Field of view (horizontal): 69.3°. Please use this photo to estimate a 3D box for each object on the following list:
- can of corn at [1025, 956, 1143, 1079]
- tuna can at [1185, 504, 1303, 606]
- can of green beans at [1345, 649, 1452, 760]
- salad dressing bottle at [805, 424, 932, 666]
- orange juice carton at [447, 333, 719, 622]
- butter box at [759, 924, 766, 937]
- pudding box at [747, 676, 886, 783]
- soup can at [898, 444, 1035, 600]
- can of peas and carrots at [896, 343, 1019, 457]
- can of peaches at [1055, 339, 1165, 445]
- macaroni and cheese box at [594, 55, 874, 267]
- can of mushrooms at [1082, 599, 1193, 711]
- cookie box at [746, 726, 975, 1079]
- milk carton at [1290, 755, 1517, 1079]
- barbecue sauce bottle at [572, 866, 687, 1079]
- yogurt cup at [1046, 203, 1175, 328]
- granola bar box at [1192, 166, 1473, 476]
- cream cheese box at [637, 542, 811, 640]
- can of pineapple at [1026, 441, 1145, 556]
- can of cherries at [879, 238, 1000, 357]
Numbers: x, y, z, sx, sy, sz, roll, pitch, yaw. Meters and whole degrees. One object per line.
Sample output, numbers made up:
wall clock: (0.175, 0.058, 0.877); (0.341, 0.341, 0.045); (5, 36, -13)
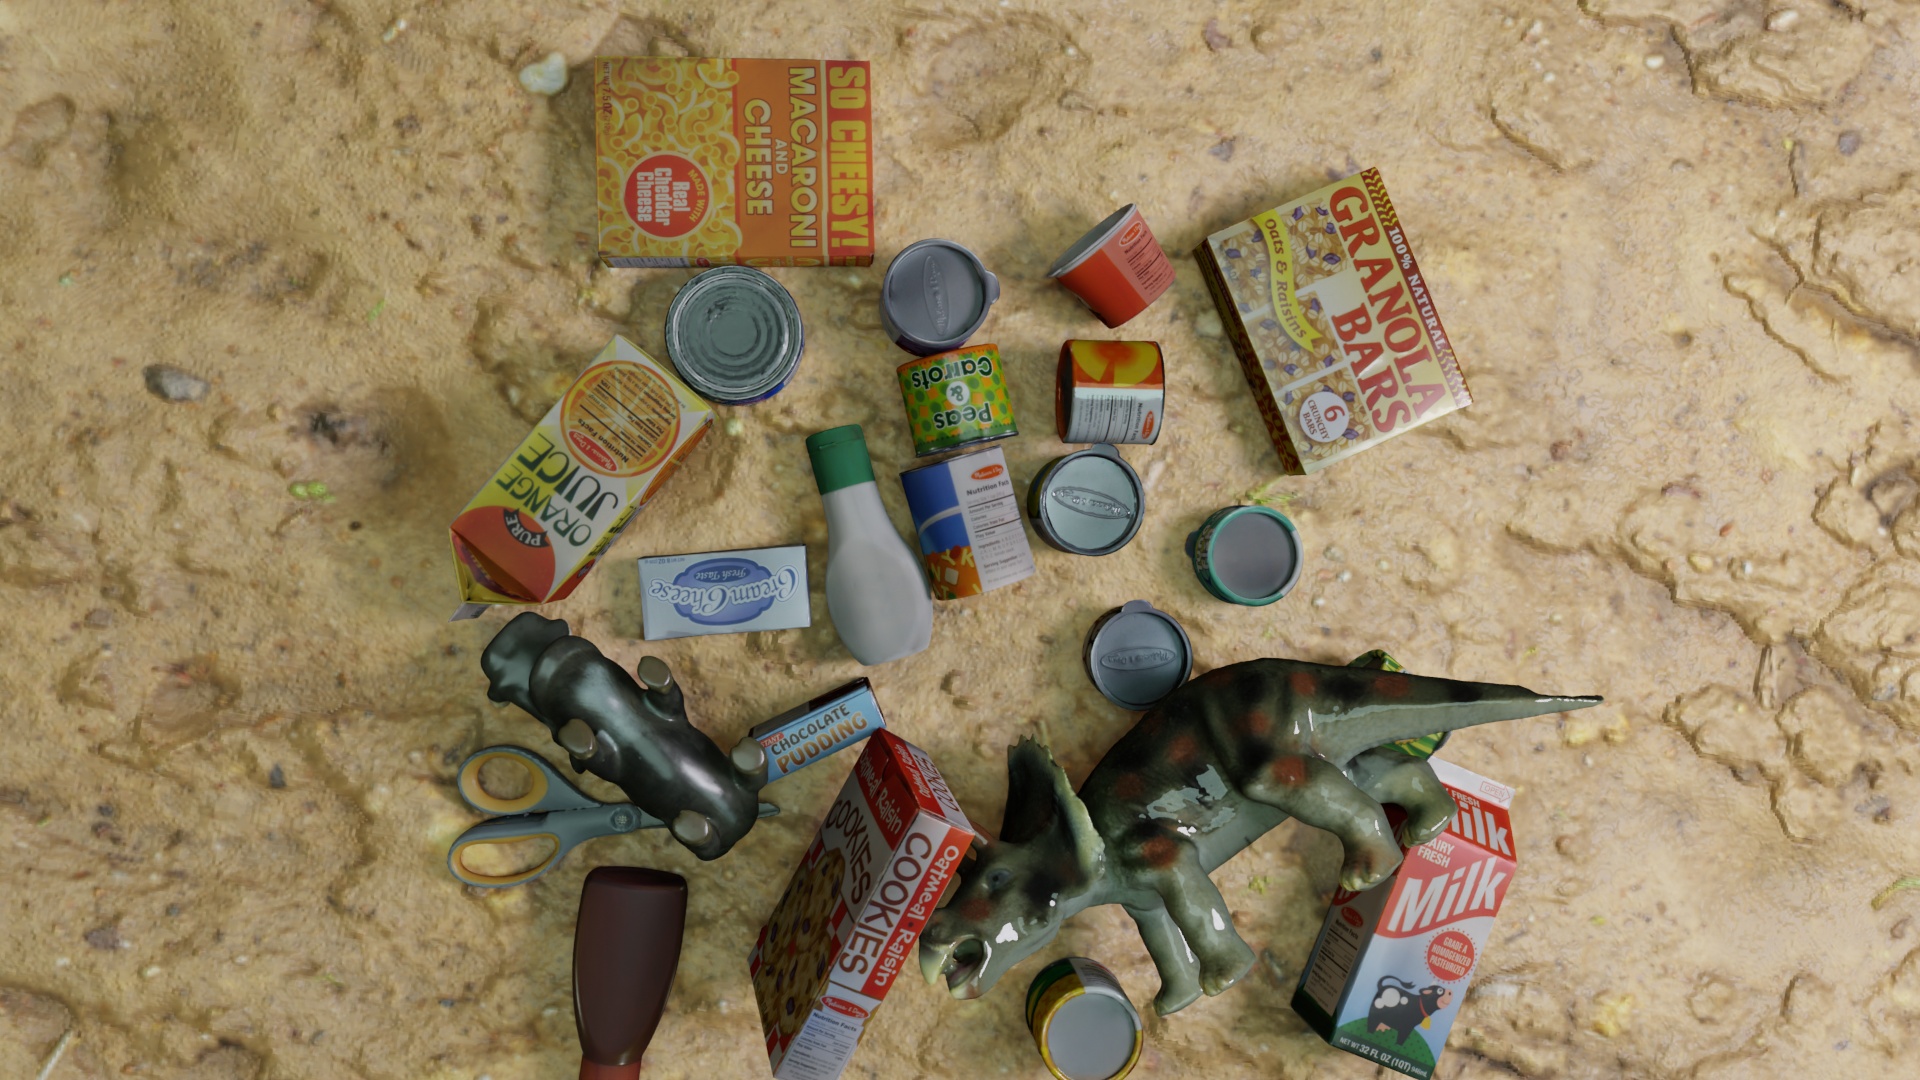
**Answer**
can of corn: (0.076, 0.307, 0.877); (0.071, 0.058, 0.071); (0, 90, -6)
tuna can: (0.184, 0.009, 0.900); (0.071, 0.033, 0.071); (0, 90, -7)
can of green beans: (0.271, 0.112, 0.893); (0.058, 0.071, 0.071); (40, 86, -5)
salad dressing bottle: (-0.060, 0.002, 0.868); (0.064, 0.044, 0.147); (-16, 89, 14)
orange juice carton: (-0.236, -0.026, 0.835); (0.073, 0.072, 0.193); (40, 86, -5)
butter box: (-0.071, 0.237, 0.878); (0.103, 0.024, 0.053); (-38, 95, -4)
pudding box: (-0.089, 0.117, 0.862); (0.084, 0.049, 0.030); (-25, 95, -6)
soup can: (0.003, -0.011, 0.866); (0.071, 0.071, 0.083); (-16, 93, -6)
can of peas and carrots: (-0.002, -0.087, 0.860); (0.071, 0.071, 0.058); (-14, 92, -6)
can of peaches: (0.093, -0.094, 0.875); (0.058, 0.071, 0.071); (0, 91, -6)
macaroni and cheese box: (-0.138, -0.233, 0.861); (0.167, 0.040, 0.123); (-1, 90, -6)
can of mushrooms: (0.113, 0.072, 0.893); (0.071, 0.033, 0.071); (0, 91, -6)
cookie box: (-0.061, 0.205, 0.793); (0.040, 0.123, 0.167); (28, 94, -19)
milk carton: (0.291, 0.236, 0.892); (0.072, 0.073, 0.190); (23, 88, -6)
barbecue sauce bottle: (-0.209, 0.279, 0.853); (0.065, 0.043, 0.148); (8, 90, -8)
yogurt cup: (0.099, -0.171, 0.876); (0.072, 0.072, 0.054); (-42, 103, -4)
granola bar box: (0.241, -0.140, 0.903); (0.124, 0.039, 0.165); (-24, 92, -5)
cream cheese box: (-0.146, 0.032, 0.869); (0.104, 0.024, 0.053); (-5, 92, -6)
can of pineapple: (0.079, -0.025, 0.876); (0.071, 0.058, 0.071); (0, 91, -6)
can of cherries: (-0.014, -0.149, 0.865); (0.071, 0.058, 0.071); (0, 89, -6)
